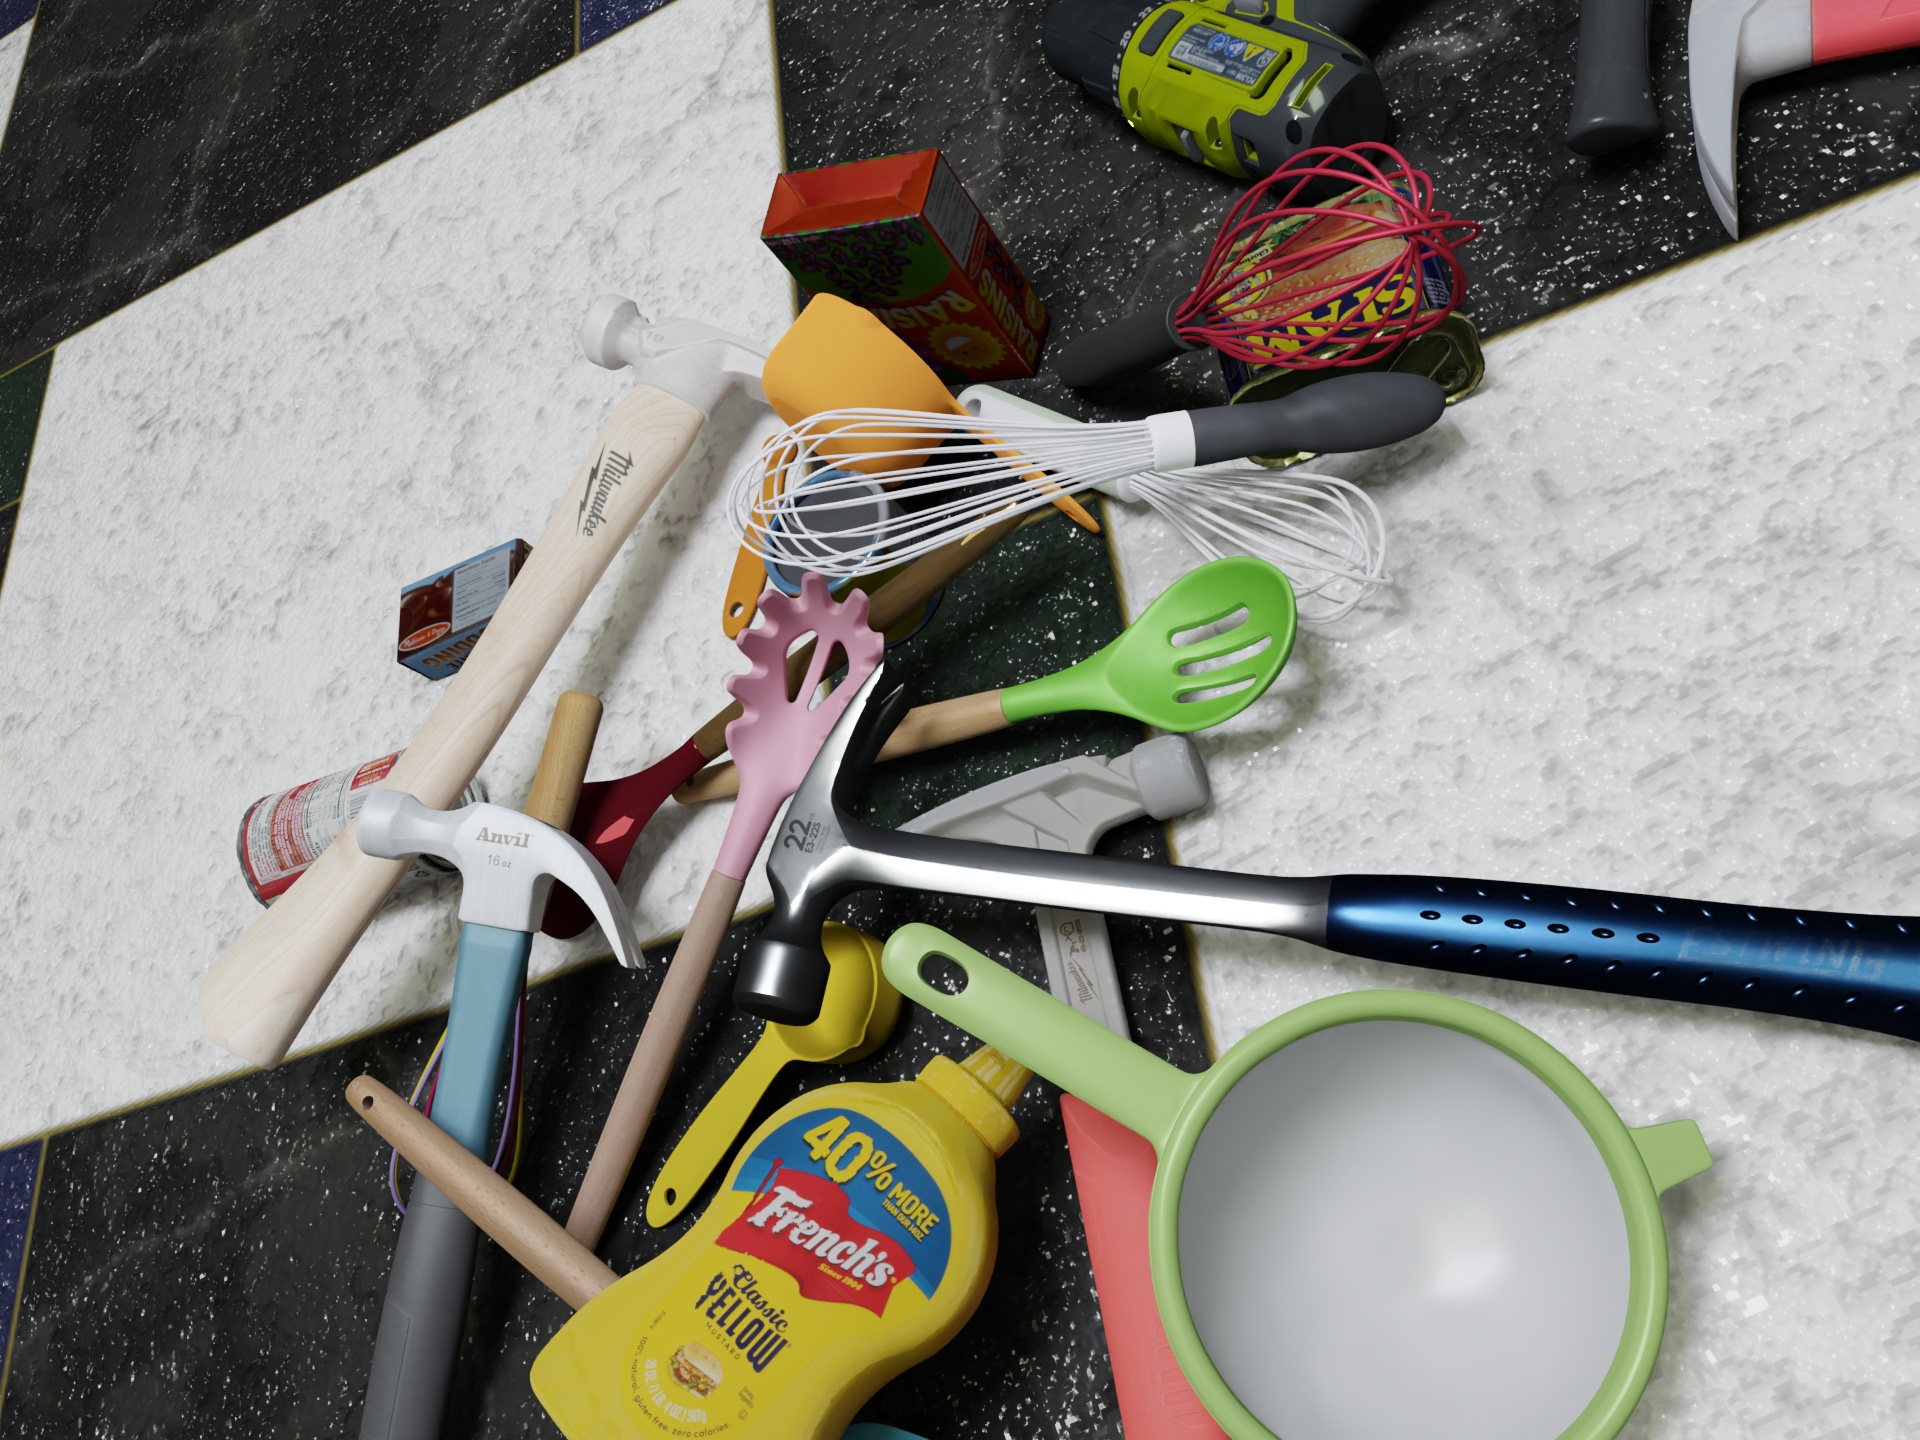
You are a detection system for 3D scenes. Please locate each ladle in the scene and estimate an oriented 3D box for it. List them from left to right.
[{"bbox_3d":[-0.094,-0.001,0.709,0.315,0.031,0.069,-36,61,18],"label":"ladle"}]

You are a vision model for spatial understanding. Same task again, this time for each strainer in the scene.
[{"bbox_3d":[0.089,0.139,0.510,0.256,0.069,0.151,28,78,14],"label":"strainer"}]

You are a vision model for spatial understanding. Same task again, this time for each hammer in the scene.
[{"bbox_3d":[-0.214,0.200,0.658,0.128,0.033,0.331,8,82,5],"label":"hammer"},{"bbox_3d":[-0.209,-0.022,0.750,0.146,0.038,0.411,23,71,15],"label":"hammer"},{"bbox_3d":[0.052,0.179,0.562,0.149,0.036,0.359,-22,57,18],"label":"hammer"},{"bbox_3d":[0.118,0.059,0.551,0.405,0.035,0.144,4,66,22],"label":"hammer"},{"bbox_3d":[0.282,-0.393,0.677,0.035,0.146,0.335,-6,70,49],"label":"hammer"},{"bbox_3d":[0.466,-0.264,0.553,0.386,0.038,0.143,-1,67,28],"label":"hammer"}]

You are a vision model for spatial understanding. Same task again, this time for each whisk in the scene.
[{"bbox_3d":[-0.198,0.107,0.709,0.047,0.051,0.245,14,85,8],"label":"whisk"},{"bbox_3d":[0.050,-0.104,0.620,0.284,0.070,0.070,-10,59,-2],"label":"whisk"},{"bbox_3d":[0.081,-0.102,0.682,0.247,0.059,0.057,31,111,40],"label":"whisk"},{"bbox_3d":[0.097,-0.156,0.607,0.073,0.073,0.296,-57,16,-6],"label":"whisk"}]

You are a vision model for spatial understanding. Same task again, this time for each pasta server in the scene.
[{"bbox_3d":[-0.108,0.090,0.662,0.060,0.040,0.316,22,90,3],"label":"pasta server"}]

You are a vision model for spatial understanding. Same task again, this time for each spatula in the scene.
[{"bbox_3d":[-0.118,0.224,0.589,0.318,0.044,0.082,30,83,24],"label":"spatula"}]

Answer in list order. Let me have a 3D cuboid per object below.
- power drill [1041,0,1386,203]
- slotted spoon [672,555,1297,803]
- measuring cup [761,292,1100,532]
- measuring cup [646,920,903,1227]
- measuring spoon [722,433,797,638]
[{"bbox_3d":[0.159,-0.366,0.751,0.191,0.080,0.228,39,91,36],"label":"power drill"},{"bbox_3d":[-0.001,-0.002,0.675,0.314,0.031,0.070,-15,61,29],"label":"slotted spoon"},{"bbox_3d":[-0.018,-0.121,0.722,0.174,0.095,0.052,40,84,14],"label":"measuring cup"},{"bbox_3d":[-0.078,0.151,0.661,0.156,0.029,0.062,-53,53,11],"label":"measuring cup"},{"bbox_3d":[-0.103,-0.095,0.799,0.021,0.011,0.117,-1,66,29],"label":"measuring spoon"}]
